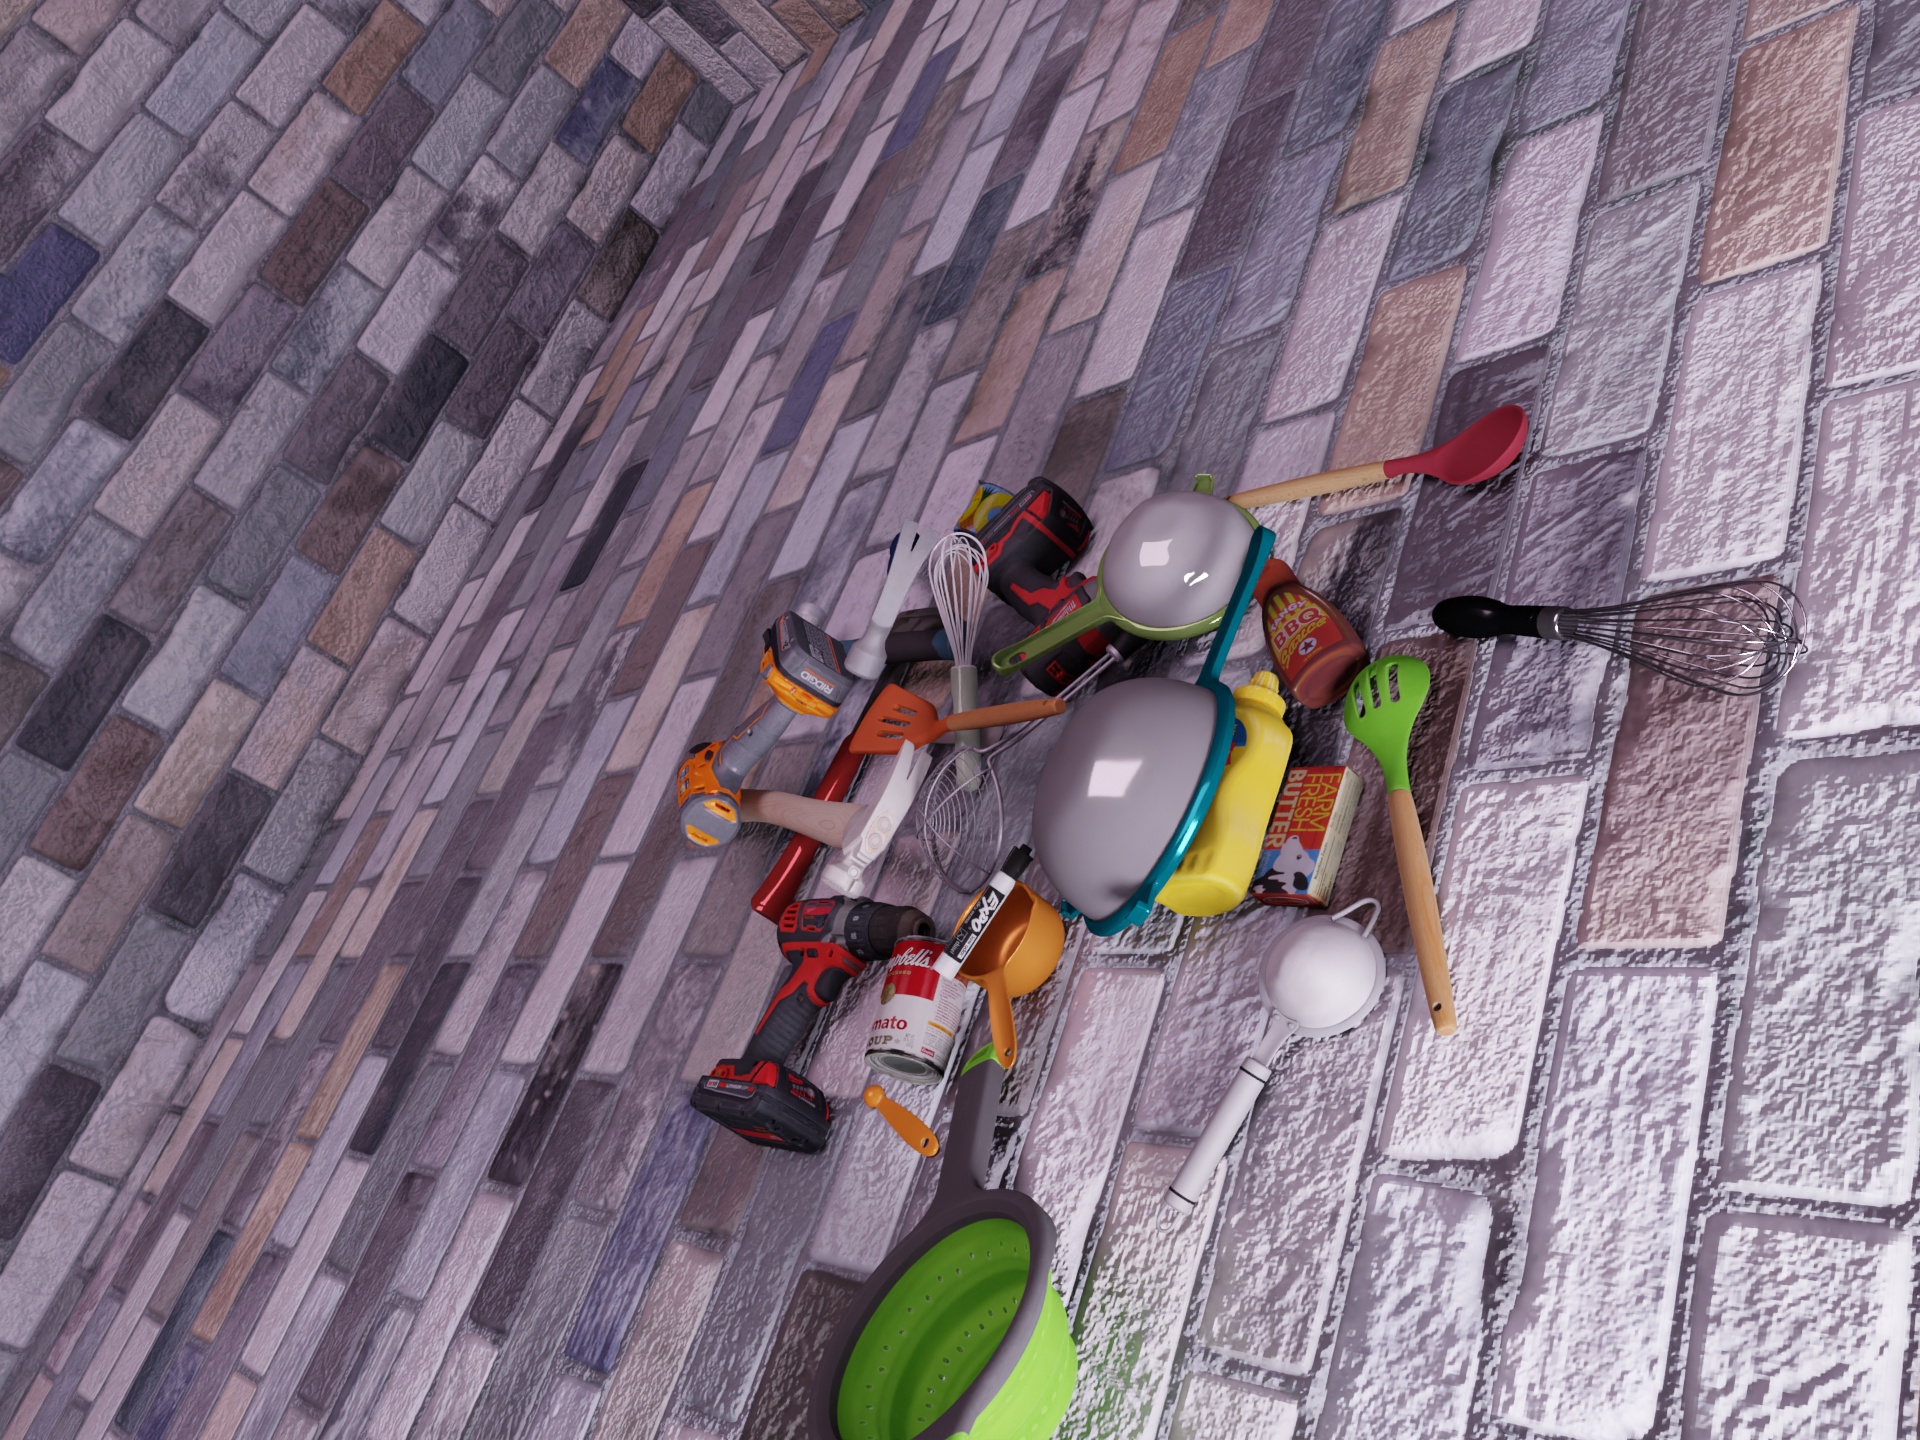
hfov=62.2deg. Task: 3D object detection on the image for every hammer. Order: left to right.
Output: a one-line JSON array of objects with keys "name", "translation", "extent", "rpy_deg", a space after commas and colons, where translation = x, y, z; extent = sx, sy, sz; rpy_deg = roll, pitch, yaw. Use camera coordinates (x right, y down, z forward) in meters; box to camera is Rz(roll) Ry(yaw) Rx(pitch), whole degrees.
[{"name": "hammer", "translation": [-0.163, 0.082, 1.564], "extent": [0.411, 0.038, 0.146], "rpy_deg": [3, 60, 61]}, {"name": "hammer", "translation": [-0.110, 0.042, 1.612], "extent": [0.149, 0.036, 0.359], "rpy_deg": [-1, 58, 53]}, {"name": "hammer", "translation": [-0.098, -0.074, 1.651], "extent": [0.331, 0.033, 0.128], "rpy_deg": [-1, 56, 52]}, {"name": "hammer", "translation": [-0.060, -0.151, 1.593], "extent": [0.406, 0.035, 0.144], "rpy_deg": [-88, 22, -76]}]

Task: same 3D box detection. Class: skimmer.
[{"name": "skimmer", "translation": [0.101, 0.000, 1.385], "extent": [0.363, 0.090, 0.127], "rpy_deg": [-41, 38, 0]}]

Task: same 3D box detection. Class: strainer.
[{"name": "strainer", "translation": [0.132, -0.120, 1.339], "extent": [0.256, 0.069, 0.152], "rpy_deg": [-29, 50, 3]}, {"name": "strainer", "translation": [0.137, -0.010, 1.196], "extent": [0.340, 0.095, 0.211], "rpy_deg": [-66, 8, -10]}, {"name": "strainer", "translation": [0.196, 0.220, 1.031], "extent": [0.087, 0.050, 0.258], "rpy_deg": [28, 85, 44]}]

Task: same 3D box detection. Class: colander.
[{"name": "colander", "translation": [0.018, 0.371, 1.081], "extent": [0.204, 0.094, 0.397], "rpy_deg": [-37, 16, 24]}]

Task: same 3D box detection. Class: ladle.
[{"name": "ladle", "translation": [0.326, -0.199, 1.293], "extent": [0.315, 0.031, 0.069], "rpy_deg": [-5, 52, 53]}]

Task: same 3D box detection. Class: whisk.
[{"name": "whisk", "translation": [0.002, -0.056, 1.476], "extent": [0.059, 0.057, 0.246], "rpy_deg": [-7, 79, 21]}, {"name": "whisk", "translation": [0.410, -0.062, 1.021], "extent": [0.070, 0.070, 0.285], "rpy_deg": [-58, 27, -9]}]

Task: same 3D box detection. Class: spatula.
[{"name": "spatula", "translation": [-0.002, -0.004, 1.387], "extent": [0.081, 0.041, 0.322], "rpy_deg": [-60, 21, -19]}]

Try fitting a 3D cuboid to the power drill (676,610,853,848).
[{"name": "power drill", "translation": [-0.209, 0.004, 1.611], "extent": [0.226, 0.084, 0.164], "rpy_deg": [-51, 24, 14]}]

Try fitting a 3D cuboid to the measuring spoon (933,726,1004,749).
[{"name": "measuring spoon", "translation": [-0.004, 0.010, 1.520], "extent": [0.124, 0.018, 0.034], "rpy_deg": [1, 59, 53]}]

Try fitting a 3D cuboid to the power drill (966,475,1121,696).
[{"name": "power drill", "translation": [0.094, -0.130, 1.484], "extent": [0.143, 0.078, 0.220], "rpy_deg": [-44, 35, 15]}]

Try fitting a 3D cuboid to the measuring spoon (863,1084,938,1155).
[{"name": "measuring spoon", "translation": [-0.050, 0.320, 1.275], "extent": [0.021, 0.011, 0.117], "rpy_deg": [-57, 31, -7]}]

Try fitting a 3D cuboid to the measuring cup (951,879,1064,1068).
[{"name": "measuring cup", "translation": [0.044, 0.205, 1.233], "extent": [0.095, 0.052, 0.174], "rpy_deg": [-36, 37, 25]}]

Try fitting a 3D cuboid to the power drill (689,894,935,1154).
[{"name": "power drill", "translation": [-0.121, 0.253, 1.380], "extent": [0.188, 0.080, 0.227], "rpy_deg": [-9, 49, 48]}]

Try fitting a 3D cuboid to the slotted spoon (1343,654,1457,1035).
[{"name": "slotted spoon", "translation": [0.298, 0.069, 1.059], "extent": [0.070, 0.031, 0.314], "rpy_deg": [-30, 39, 32]}]
